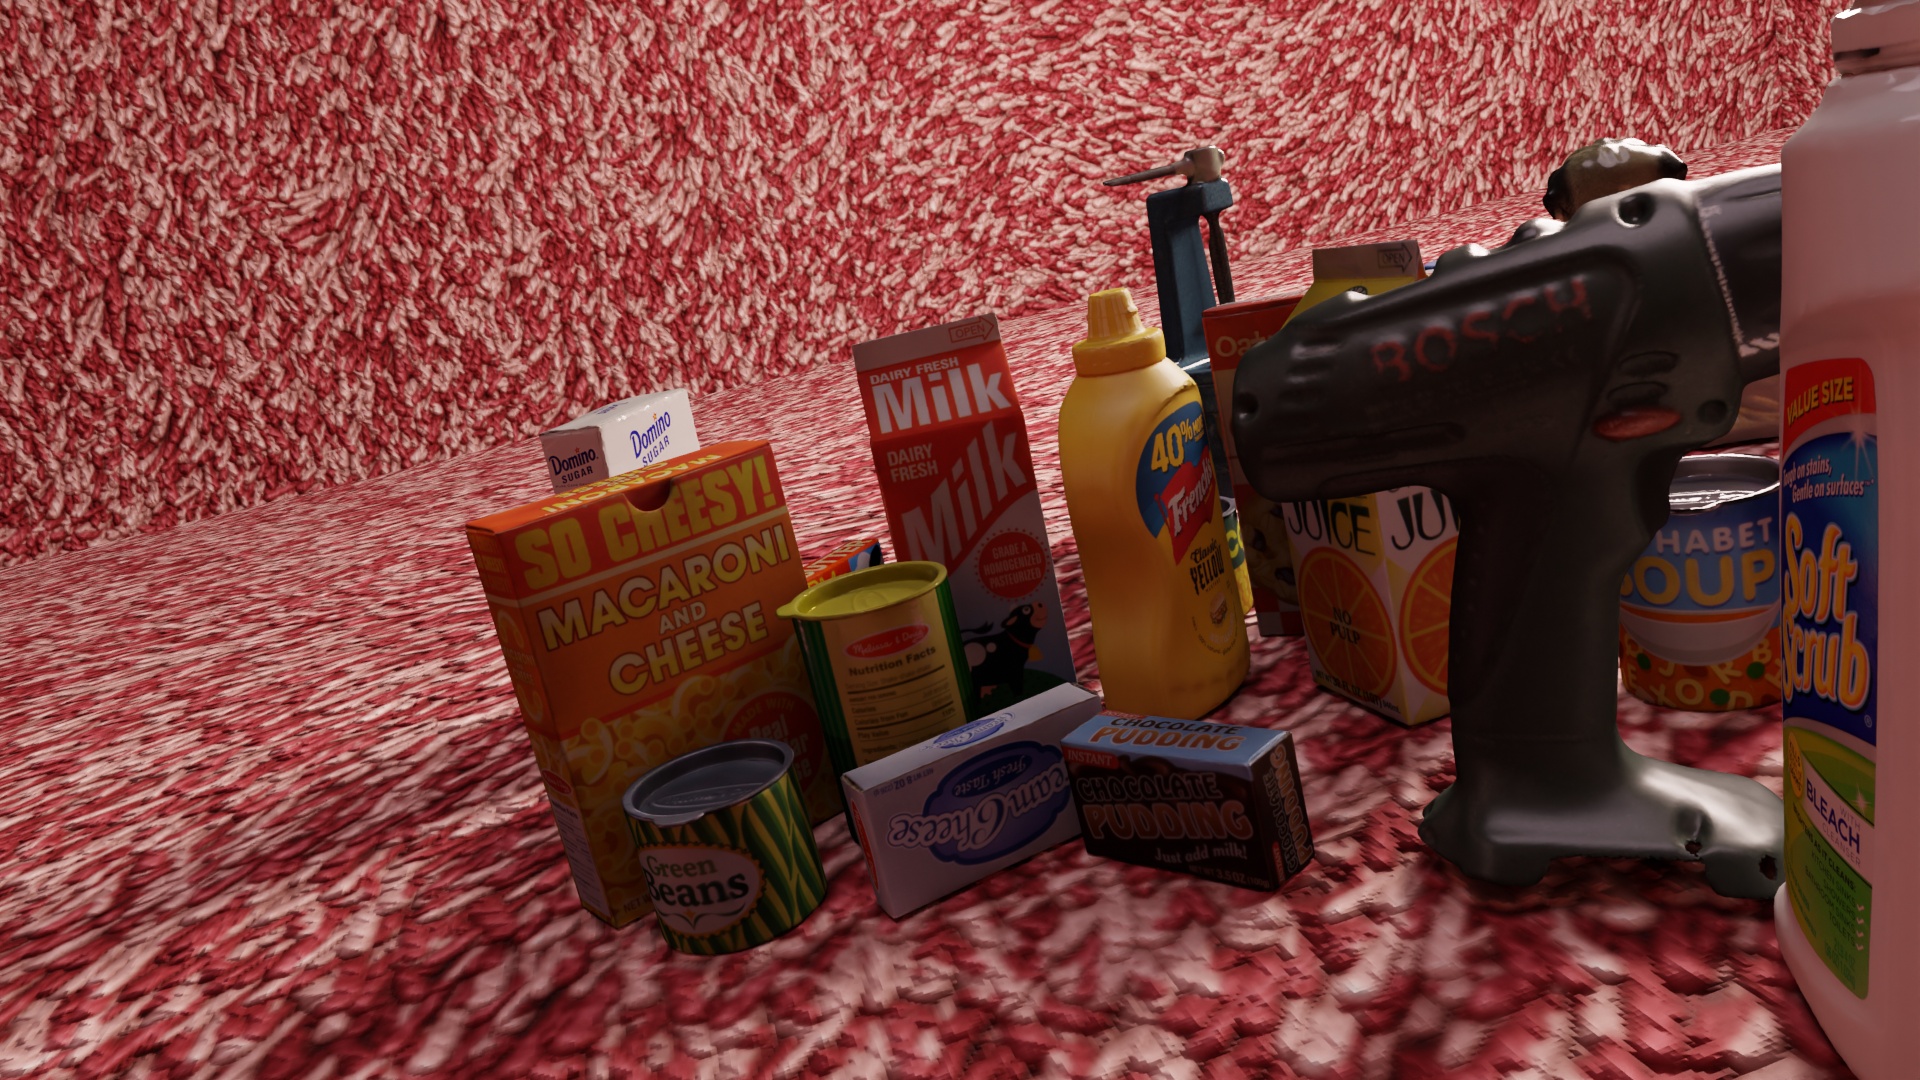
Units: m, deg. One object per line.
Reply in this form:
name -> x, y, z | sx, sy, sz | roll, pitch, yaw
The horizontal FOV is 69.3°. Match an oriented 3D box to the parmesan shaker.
parmesan shaker -> -0.029, 0.068, 0.573 | 0.071, 0.102, 0.071 | -12, 14, 3

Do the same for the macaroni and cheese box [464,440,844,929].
macaroni and cheese box -> -0.116, 0.054, 0.574 | 0.124, 0.166, 0.040 | -23, 16, -35

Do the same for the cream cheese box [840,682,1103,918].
cream cheese box -> 0.010, 0.097, 0.527 | 0.104, 0.053, 0.024 | -19, 15, -24

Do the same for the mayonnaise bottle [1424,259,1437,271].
mayonnaise bottle -> 0.301, -0.093, 0.819 | 0.041, 0.147, 0.065 | -3, 17, 36

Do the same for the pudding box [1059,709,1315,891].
pudding box -> 0.080, 0.091, 0.497 | 0.083, 0.049, 0.030 | 1, 19, 44

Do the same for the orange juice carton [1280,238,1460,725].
orange juice carton -> 0.182, -0.029, 0.581 | 0.073, 0.192, 0.072 | -17, 14, -16

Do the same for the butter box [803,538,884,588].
butter box -> -0.081, 0.040, 0.836 | 0.024, 0.053, 0.104 | -3, 17, 36

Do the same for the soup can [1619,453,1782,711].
soup can -> 0.286, 0.016, 0.536 | 0.071, 0.083, 0.071 | -12, 14, 3

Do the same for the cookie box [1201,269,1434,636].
cookie box -> 0.193, -0.040, 0.666 | 0.123, 0.167, 0.040 | -5, 15, 29

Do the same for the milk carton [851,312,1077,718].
milk carton -> 0.002, -0.008, 0.665 | 0.072, 0.190, 0.073 | -13, 13, -1

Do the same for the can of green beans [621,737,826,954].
can of green beans -> -0.089, 0.116, 0.532 | 0.071, 0.057, 0.071 | -12, 14, 3

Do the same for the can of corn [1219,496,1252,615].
can of corn -> 0.123, 0.012, 0.750 | 0.071, 0.058, 0.071 | -12, 14, 3
